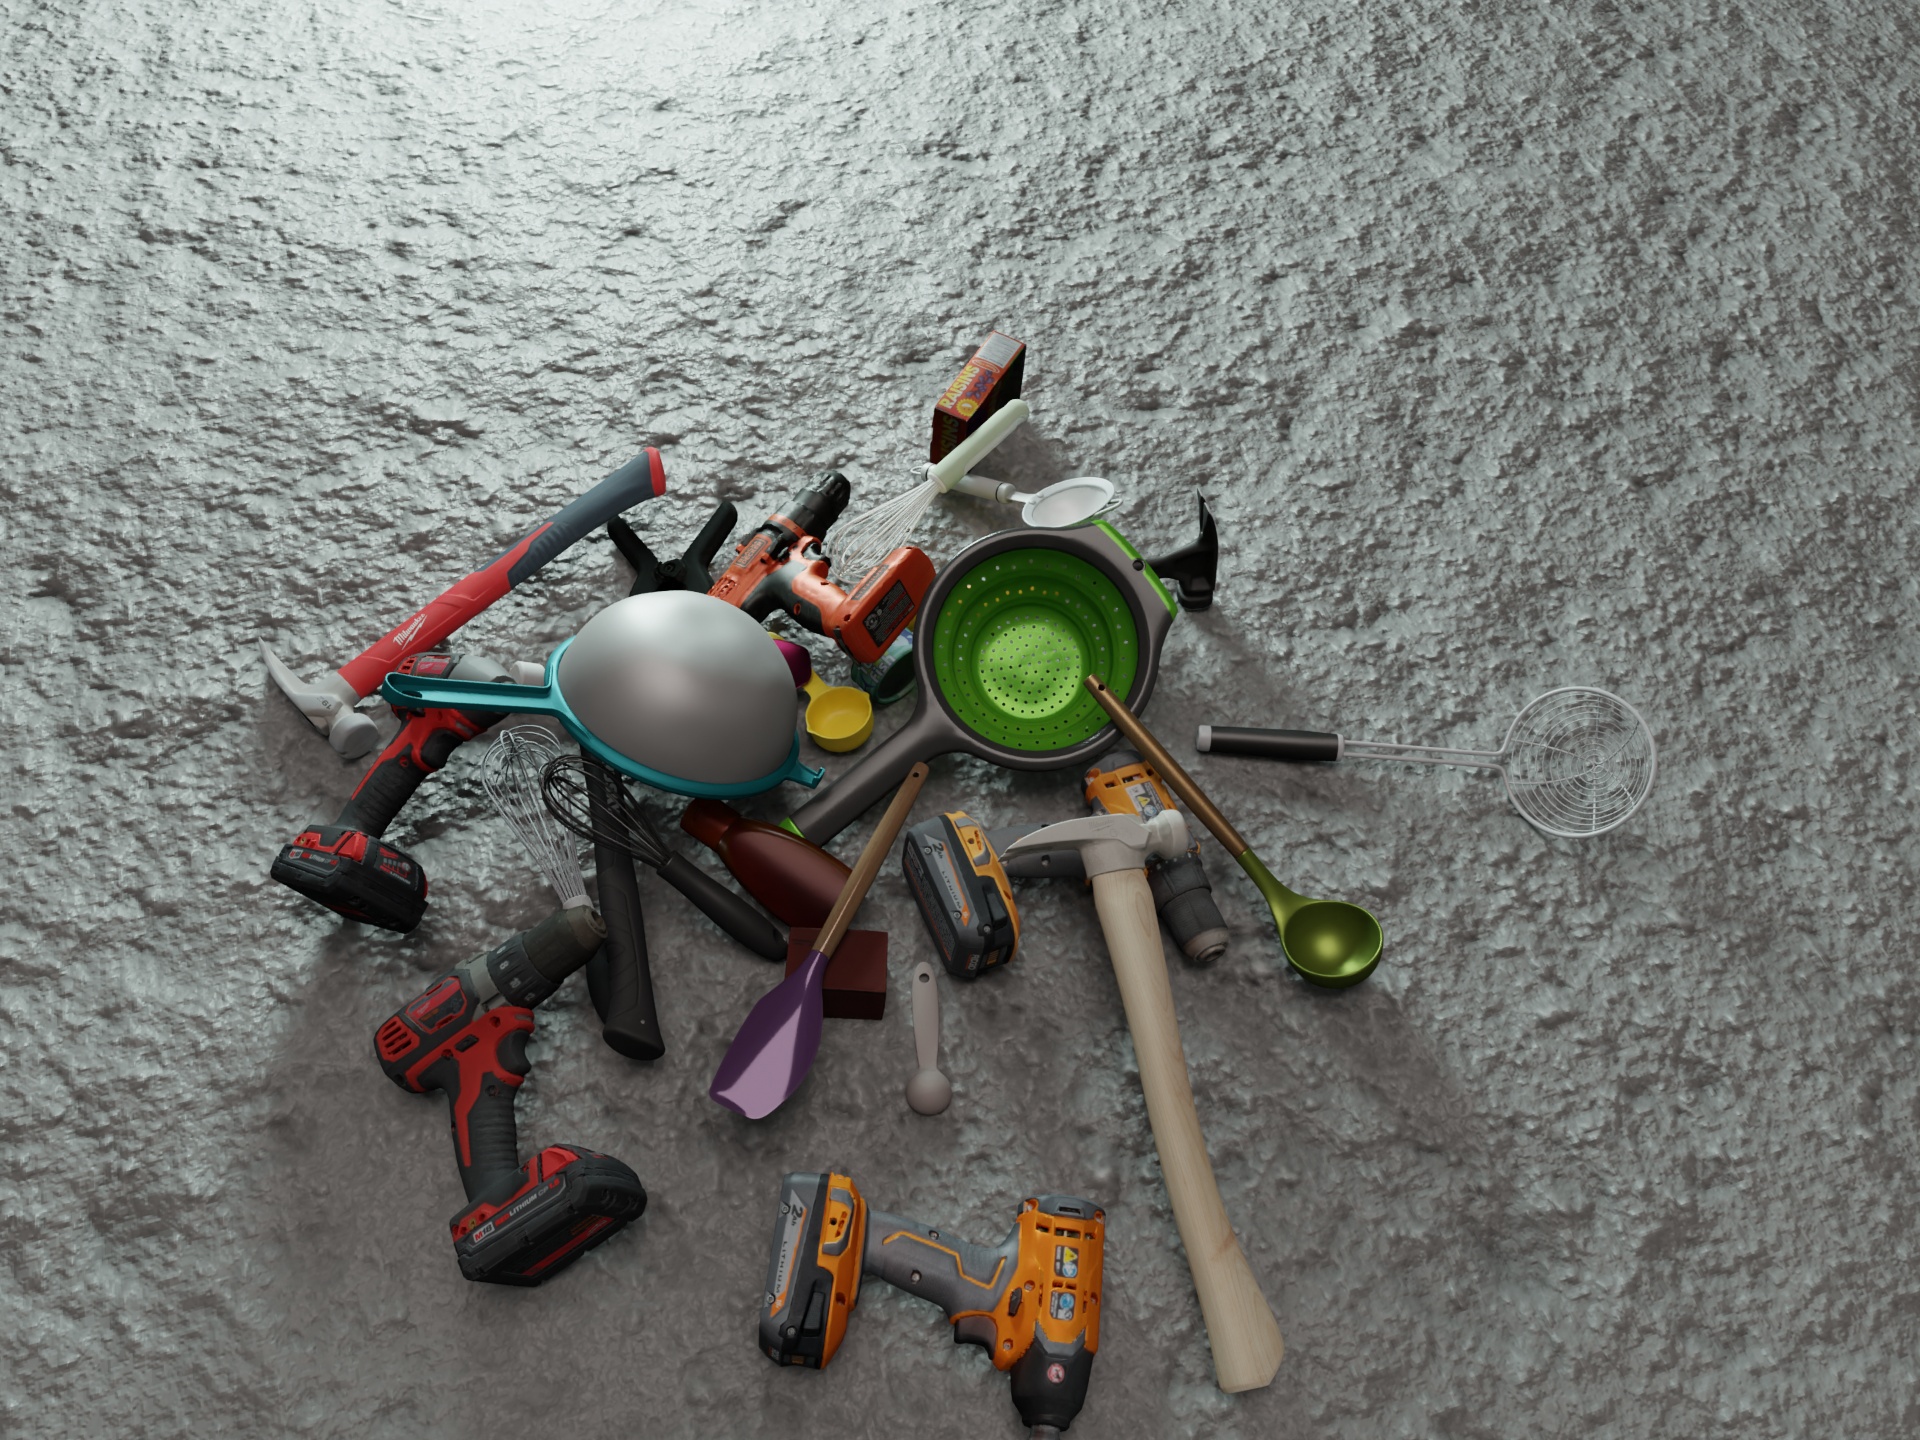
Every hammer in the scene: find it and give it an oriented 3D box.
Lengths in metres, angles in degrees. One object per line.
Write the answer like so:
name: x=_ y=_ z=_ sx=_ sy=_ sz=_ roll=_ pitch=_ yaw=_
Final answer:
hammer: x=-0.266 y=0.104 z=1.241 sx=0.146 sy=0.035 sz=0.335 roll=10 pitch=52 yaw=-37
hammer: x=-0.425 y=-0.131 z=1.408 sx=0.143 sy=0.038 sz=0.386 roll=40 pitch=68 yaw=23
hammer: x=0.139 y=0.264 z=1.139 sx=0.146 sy=0.038 sz=0.411 roll=-6 pitch=67 yaw=-17
hammer: x=0.064 y=-0.119 z=1.409 sx=0.337 sy=0.127 sz=0.034 roll=-12 pitch=51 yaw=-4

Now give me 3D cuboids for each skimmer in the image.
skimmer: x=0.384 y=0.025 z=1.333 sx=0.363 sy=0.090 sz=0.127 roll=4 pitch=87 yaw=2

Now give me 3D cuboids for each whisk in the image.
whisk: x=-0.310 y=0.122 z=1.252 sx=0.070 sy=0.070 sz=0.285 roll=-21 pitch=64 yaw=-16
whisk: x=-0.224 y=0.108 z=1.217 sx=0.239 sy=0.055 sz=0.055 roll=41 pitch=58 yaw=-14
whisk: x=-0.027 y=-0.214 z=1.466 sx=0.246 sy=0.057 sz=0.059 roll=-43 pitch=78 yaw=-11

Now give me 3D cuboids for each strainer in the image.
strainer: x=-0.259 y=-0.042 z=1.208 sx=0.340 sy=0.095 sz=0.211 roll=3 pitch=38 yaw=-40
strainer: x=0.049 y=-0.207 z=1.468 sx=0.259 sy=0.050 sz=0.087 roll=22 pitch=51 yaw=38

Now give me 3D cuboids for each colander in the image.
colander: x=-0.002 y=-0.004 z=1.340 sx=0.397 sy=0.094 sz=0.204 roll=-38 pitch=85 yaw=-6

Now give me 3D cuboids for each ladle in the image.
ladle: x=0.210 y=0.081 z=1.259 sx=0.078 sy=0.062 sz=0.320 roll=-37 pitch=82 yaw=-24

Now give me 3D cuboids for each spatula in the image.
spatula: x=-0.092 y=0.157 z=1.197 sx=0.060 sy=0.018 sz=0.316 roll=21 pitch=58 yaw=10

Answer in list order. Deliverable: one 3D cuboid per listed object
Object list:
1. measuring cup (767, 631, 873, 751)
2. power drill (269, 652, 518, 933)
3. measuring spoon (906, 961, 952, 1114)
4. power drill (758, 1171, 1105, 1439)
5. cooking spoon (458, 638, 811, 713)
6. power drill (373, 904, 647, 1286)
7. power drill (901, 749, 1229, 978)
measuring cup: x=-0.130 y=-0.027 z=1.385 sx=0.062 sy=0.029 sz=0.157 roll=-33 pitch=51 yaw=-16
power drill: x=-0.423 y=0.046 z=1.230 sx=0.143 sy=0.078 sz=0.220 roll=4 pitch=62 yaw=41
measuring spoon: x=-0.026 y=0.238 z=1.209 sx=0.034 sy=0.018 sz=0.124 roll=-1 pitch=55 yaw=-4
power drill: x=-0.018 y=0.394 z=1.067 sx=0.226 sy=0.084 sz=0.164 roll=8 pitch=56 yaw=-2
cooking spoon: x=-0.287 y=-0.030 z=1.368 sx=0.319 sy=0.017 sz=0.069 roll=-6 pitch=53 yaw=-4
power drill: x=-0.301 y=0.255 z=1.115 sx=0.188 sy=0.080 sz=0.227 roll=-35 pitch=60 yaw=4
power drill: x=0.088 y=0.131 z=1.255 sx=0.226 sy=0.084 sz=0.186 roll=-16 pitch=60 yaw=-19
